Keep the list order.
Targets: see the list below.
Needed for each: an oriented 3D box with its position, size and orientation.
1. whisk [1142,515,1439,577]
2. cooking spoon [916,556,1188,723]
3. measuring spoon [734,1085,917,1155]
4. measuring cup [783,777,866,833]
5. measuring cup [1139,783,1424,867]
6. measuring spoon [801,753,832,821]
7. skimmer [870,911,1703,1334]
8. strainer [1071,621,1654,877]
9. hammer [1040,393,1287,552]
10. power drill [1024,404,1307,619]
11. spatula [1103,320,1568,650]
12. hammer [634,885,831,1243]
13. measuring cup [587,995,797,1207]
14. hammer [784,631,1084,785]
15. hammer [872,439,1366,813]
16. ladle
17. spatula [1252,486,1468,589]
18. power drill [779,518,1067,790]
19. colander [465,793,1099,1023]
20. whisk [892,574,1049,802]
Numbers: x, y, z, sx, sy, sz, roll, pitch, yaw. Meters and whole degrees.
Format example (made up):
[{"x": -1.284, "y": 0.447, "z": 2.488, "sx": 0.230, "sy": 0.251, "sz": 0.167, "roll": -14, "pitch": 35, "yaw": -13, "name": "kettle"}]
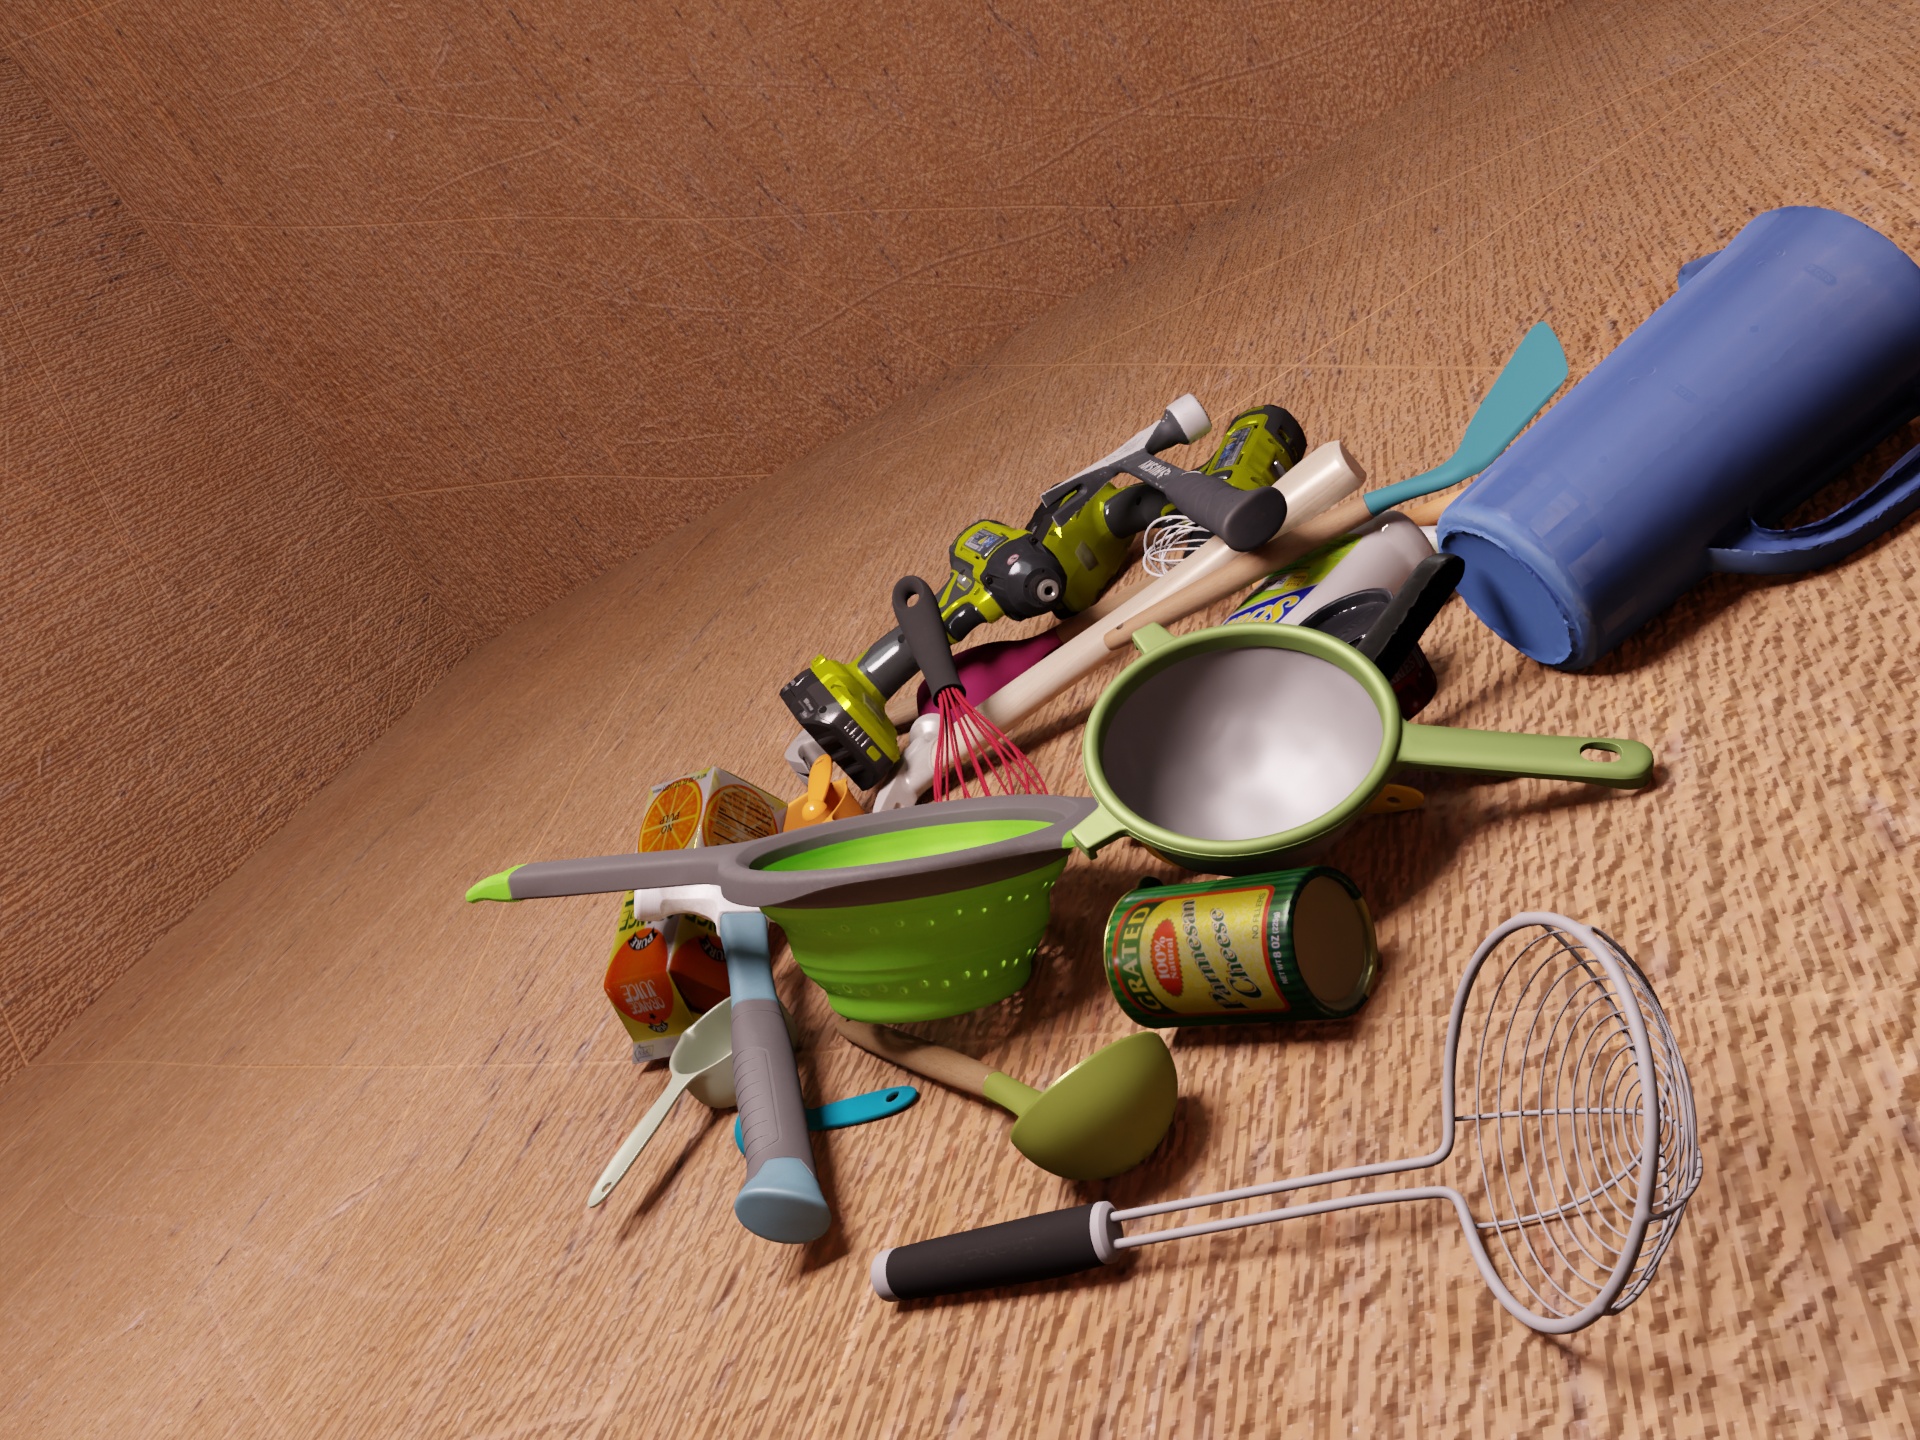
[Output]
[{"x": 0.226, "y": -0.116, "z": 1.069, "sx": 0.246, "sy": 0.059, "sz": 0.058, "roll": 2, "pitch": 35, "yaw": 41, "name": "whisk"}, {"x": 0.097, "y": -0.076, "z": 1.197, "sx": 0.319, "sy": 0.017, "sz": 0.069, "roll": -26, "pitch": 50, "yaw": 22, "name": "cooking spoon"}, {"x": -0.077, "y": 0.207, "z": 0.859, "sx": 0.128, "sy": 0.021, "sz": 0.042, "roll": -21, "pitch": 22, "yaw": 34, "name": "measuring spoon"}, {"x": -0.086, "y": 0.094, "z": 1.119, "sx": 0.095, "sy": 0.052, "sz": 0.174, "roll": -40, "pitch": 21, "yaw": -19, "name": "measuring cup"}, {"x": 0.160, "y": 0.052, "z": 0.820, "sx": 0.156, "sy": 0.062, "sz": 0.029, "roll": -6, "pitch": 44, "yaw": 36, "name": "measuring cup"}, {"x": -0.106, "y": 0.046, "z": 1.170, "sx": 0.021, "sy": 0.011, "sz": 0.117, "roll": -31, "pitch": 18, "yaw": 9, "name": "measuring spoon"}, {"x": 0.085, "y": 0.168, "z": 0.572, "sx": 0.363, "sy": 0.090, "sz": 0.127, "roll": -24, "pitch": 52, "yaw": 34, "name": "skimmer"}, {"x": 0.188, "y": 0.028, "z": 0.756, "sx": 0.256, "sy": 0.069, "sz": 0.152, "roll": 4, "pitch": 48, "yaw": 20, "name": "strainer"}, {"x": 0.147, "y": -0.162, "z": 1.102, "sx": 0.149, "sy": 0.036, "sz": 0.409, "roll": -32, "pitch": 15, "yaw": 4, "name": "hammer"}, {"x": 0.158, "y": -0.157, "z": 1.293, "sx": 0.228, "sy": 0.080, "sz": 0.191, "roll": -13, "pitch": 35, "yaw": 42, "name": "power drill"}, {"x": 0.214, "y": -0.124, "z": 0.947, "sx": 0.317, "sy": 0.044, "sz": 0.082, "roll": -28, "pitch": 27, "yaw": 25, "name": "spatula"}, {"x": -0.113, "y": 0.170, "z": 0.882, "sx": 0.128, "sy": 0.033, "sz": 0.331, "roll": 1, "pitch": 22, "yaw": -13, "name": "hammer"}, {"x": -0.154, "y": 0.226, "z": 0.926, "sx": 0.083, "sy": 0.038, "sz": 0.168, "roll": -15, "pitch": 28, "yaw": 45, "name": "measuring cup"}, {"x": -0.020, "y": -0.016, "z": 1.313, "sx": 0.331, "sy": 0.031, "sz": 0.130, "roll": -19, "pitch": 23, "yaw": 37, "name": "hammer"}, {"x": 0.097, "y": -0.050, "z": 1.081, "sx": 0.410, "sy": 0.038, "sz": 0.146, "roll": -36, "pitch": 16, "yaw": 29, "name": "hammer"}, {"x": 0.001, "y": 0.164, "z": 0.785, "sx": 0.078, "sy": 0.062, "sz": 0.320, "roll": -23, "pitch": 9, "yaw": -25, "name": "ladle"}, {"x": 0.325, "y": -0.132, "z": 1.033, "sx": 0.322, "sy": 0.041, "sz": 0.081, "roll": -22, "pitch": 22, "yaw": 44, "name": "spatula"}, {"x": -0.022, "y": -0.057, "z": 1.196, "sx": 0.223, "sy": 0.080, "sz": 0.171, "roll": -42, "pitch": 21, "yaw": -2, "name": "power drill"}, {"x": -0.098, "y": 0.113, "z": 0.884, "sx": 0.397, "sy": 0.094, "sz": 0.204, "roll": -7, "pitch": 5, "yaw": 20, "name": "colander"}, {"x": -0.002, "y": -0.003, "z": 1.050, "sx": 0.073, "sy": 0.073, "sz": 0.296, "roll": -31, "pitch": 44, "yaw": 10, "name": "whisk"}]
